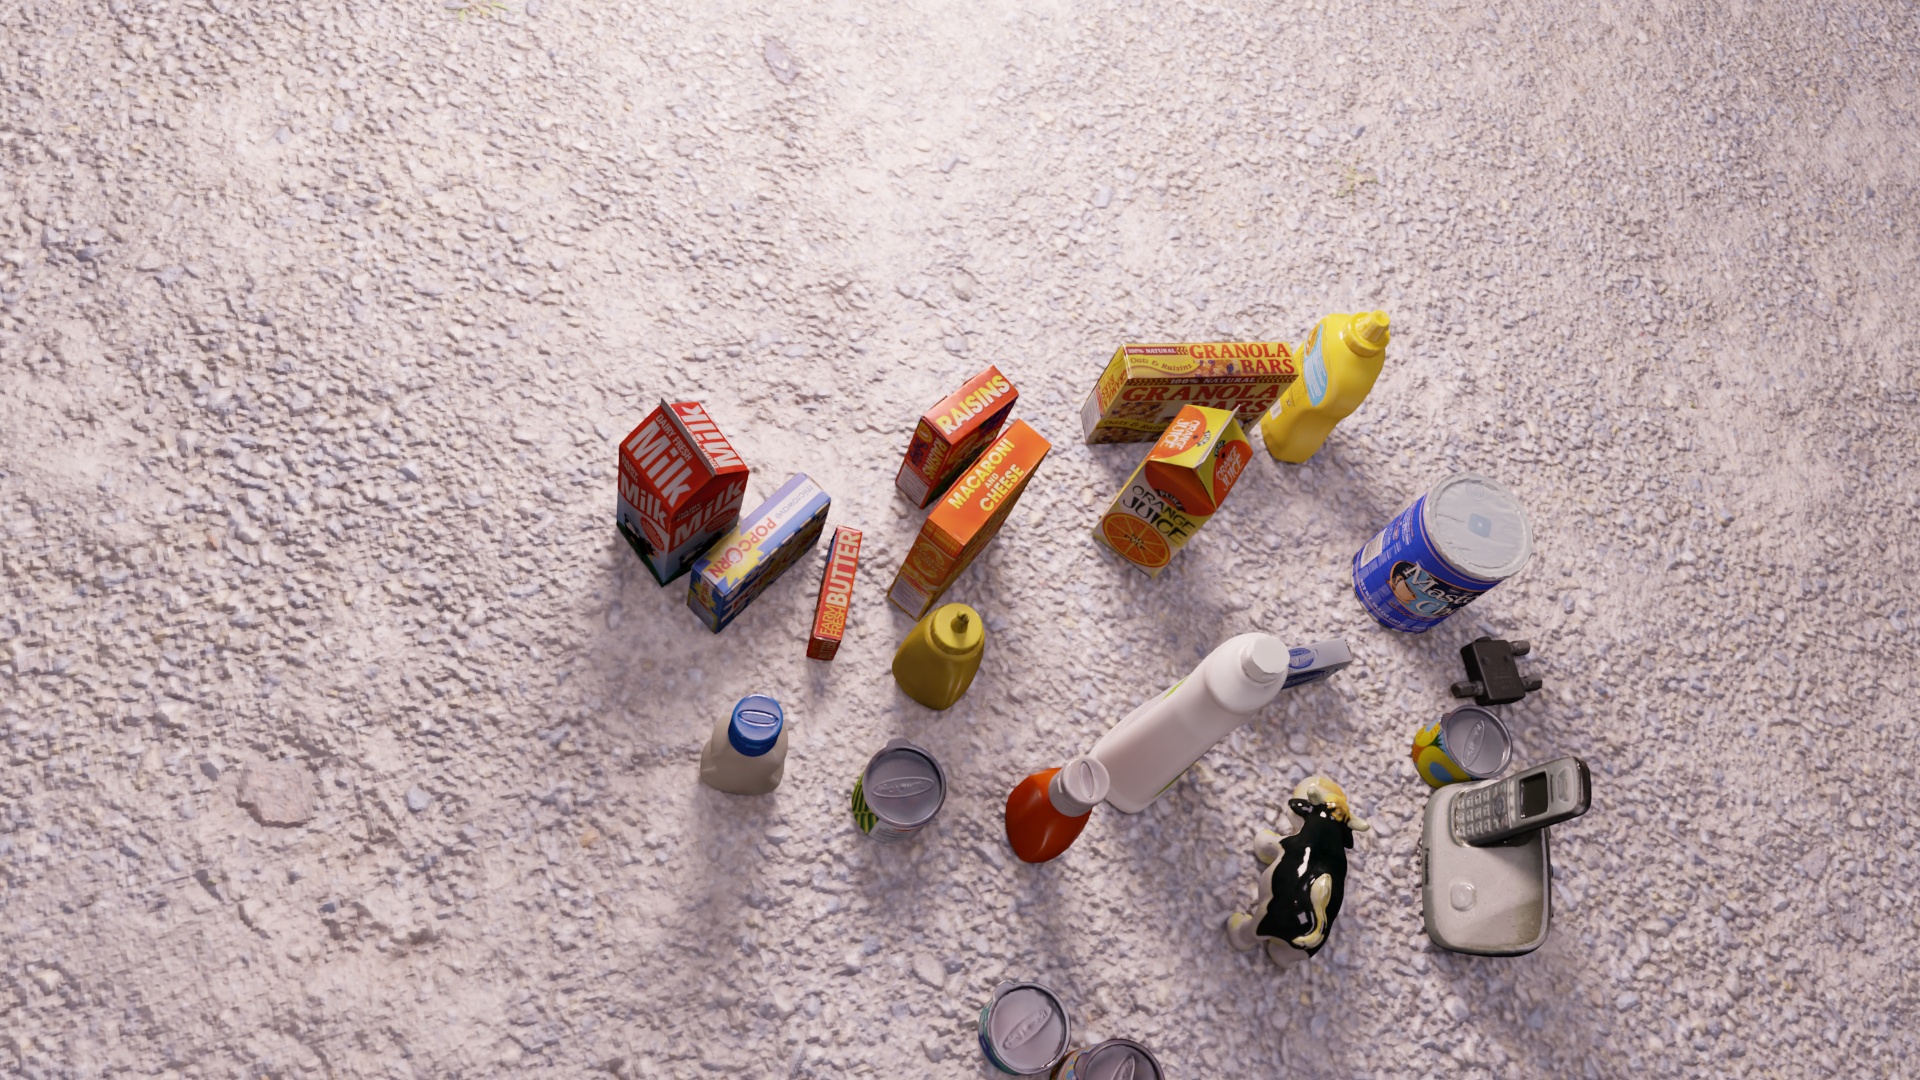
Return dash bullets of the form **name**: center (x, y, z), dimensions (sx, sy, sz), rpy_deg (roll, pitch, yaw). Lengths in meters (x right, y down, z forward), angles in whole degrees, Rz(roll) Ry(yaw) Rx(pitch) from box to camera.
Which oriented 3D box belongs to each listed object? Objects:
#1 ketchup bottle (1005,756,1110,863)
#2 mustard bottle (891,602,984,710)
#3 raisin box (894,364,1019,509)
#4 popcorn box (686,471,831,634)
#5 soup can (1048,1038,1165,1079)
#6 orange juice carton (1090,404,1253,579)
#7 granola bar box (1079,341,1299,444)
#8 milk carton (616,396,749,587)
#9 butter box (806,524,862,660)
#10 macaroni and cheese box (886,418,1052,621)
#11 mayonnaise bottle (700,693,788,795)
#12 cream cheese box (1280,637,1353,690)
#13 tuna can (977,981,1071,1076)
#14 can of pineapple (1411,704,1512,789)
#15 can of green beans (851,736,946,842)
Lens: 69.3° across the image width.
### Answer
- **ketchup bottle**: center (0.074, 0.204, 1.071), dimensions (0.043, 0.148, 0.065), rpy_deg (-4, 67, -16)
- **mustard bottle**: center (-0.011, 0.085, 1.098), dimensions (0.065, 0.159, 0.049), rpy_deg (38, 62, 4)
- **raisin box**: center (-0.004, -0.089, 1.202), dimensions (0.086, 0.123, 0.040), rpy_deg (-38, 80, -26)
- **popcorn box**: center (-0.165, 0.010, 1.135), dimensions (0.038, 0.085, 0.127), rpy_deg (42, 63, 7)
- **soup can**: center (0.104, 0.403, 1.022), dimensions (0.071, 0.083, 0.071), rpy_deg (6, 65, -12)
- **orange juice carton**: center (0.187, -0.048, 1.194), dimensions (0.073, 0.191, 0.072), rpy_deg (36, 62, 4)
- **granola bar box**: center (0.207, -0.136, 1.279), dimensions (0.166, 0.123, 0.039), rpy_deg (-3, 67, -16)
- **milk carton**: center (-0.219, -0.041, 1.086), dimensions (0.074, 0.189, 0.072), rpy_deg (-33, 78, -25)
- **butter box**: center (-0.105, 0.044, 1.153), dimensions (0.024, 0.053, 0.104), rpy_deg (13, 63, -8)
- **macaroni and cheese box**: center (0.004, -0.014, 1.145), dimensions (0.040, 0.165, 0.124), rpy_deg (39, 62, 5)
- **mayonnaise bottle**: center (-0.158, 0.153, 1.034), dimensions (0.065, 0.147, 0.041), rpy_deg (10, 64, -10)
- **cream cheese box**: center (0.288, 0.113, 1.223), dimensions (0.104, 0.053, 0.024), rpy_deg (-10, 69, -19)
- **tuna can**: center (0.046, 0.368, 1.052), dimensions (0.071, 0.032, 0.071), rpy_deg (6, 64, -12)
- **can of pineapple**: center (0.441, 0.183, 1.228), dimensions (0.071, 0.057, 0.071), rpy_deg (6, 64, -12)
- **can of green beans**: center (-0.049, 0.199, 1.092), dimensions (0.071, 0.057, 0.071), rpy_deg (6, 64, -12)
